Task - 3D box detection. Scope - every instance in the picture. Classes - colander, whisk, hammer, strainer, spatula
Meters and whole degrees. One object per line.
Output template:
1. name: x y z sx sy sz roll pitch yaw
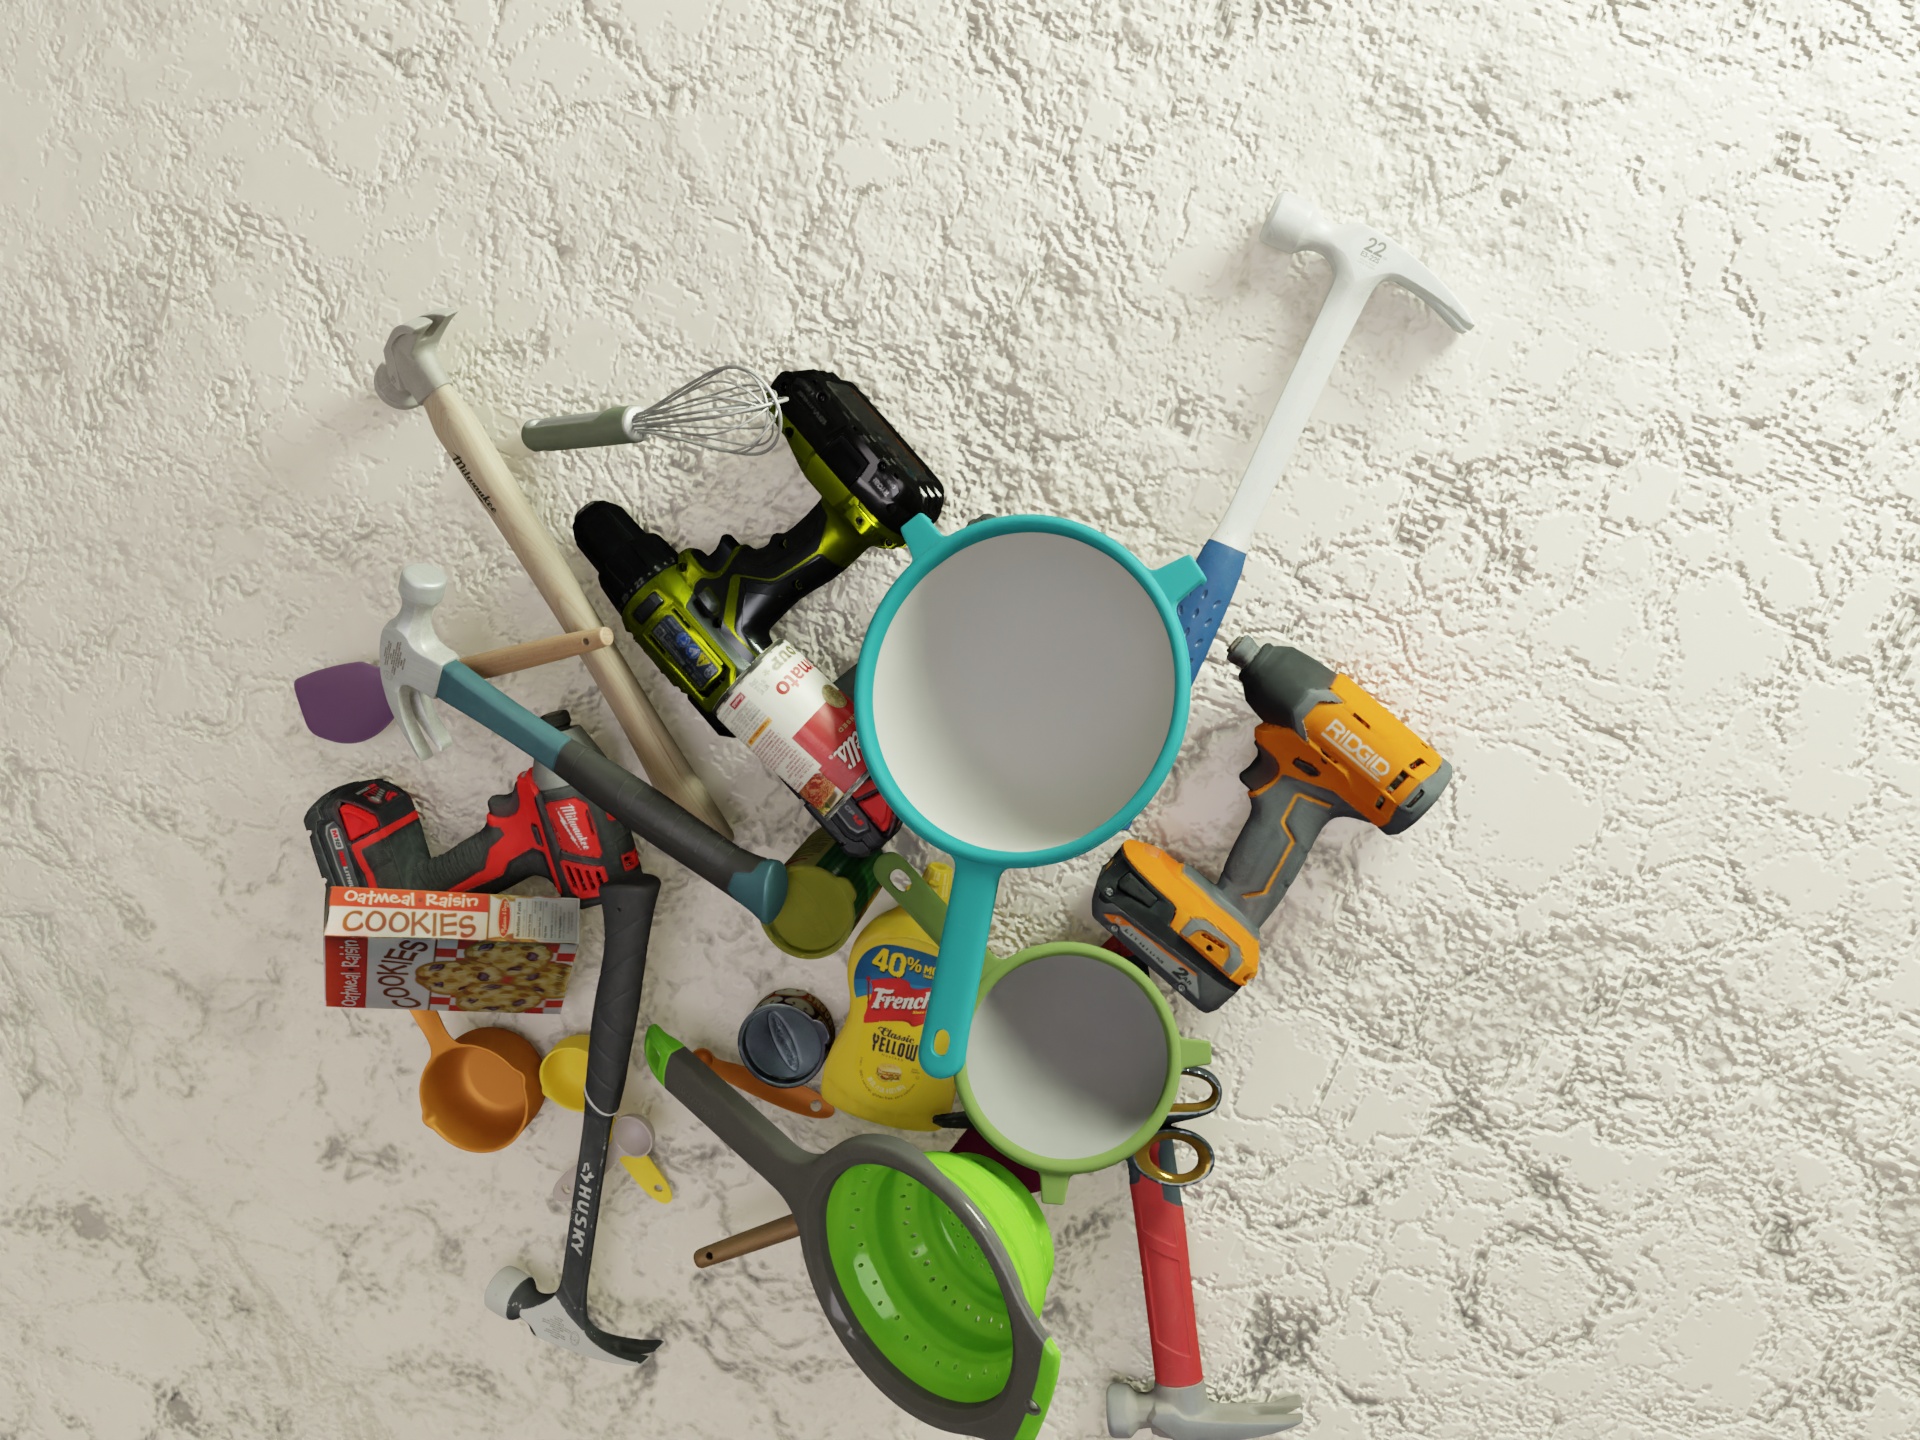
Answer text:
1. colander: -0.065 0.319 1.102 0.397 0.094 0.204 33 125 30
2. whisk: -0.207 -0.196 1.043 0.246 0.058 0.059 3 120 38
3. hammer: 0.180 -0.118 1.007 0.144 0.035 0.405 25 96 3
4. hammer: -0.263 0.297 1.166 0.149 0.036 0.408 20 111 20
5. strainer: 0.035 0.187 1.079 0.151 0.069 0.256 -44 81 0
6. hammer: -0.253 0.030 1.060 0.331 0.033 0.128 32 122 10
7. strainer: 0.034 0.048 0.978 0.211 0.095 0.340 12 90 22
8. hammer: -0.269 -0.085 1.091 0.038 0.146 0.410 -35 101 -26
9. spatula: -0.364 -0.029 1.122 0.316 0.018 0.059 -11 100 31
10. hammer: 0.155 0.337 1.139 0.143 0.038 0.386 -6 101 10

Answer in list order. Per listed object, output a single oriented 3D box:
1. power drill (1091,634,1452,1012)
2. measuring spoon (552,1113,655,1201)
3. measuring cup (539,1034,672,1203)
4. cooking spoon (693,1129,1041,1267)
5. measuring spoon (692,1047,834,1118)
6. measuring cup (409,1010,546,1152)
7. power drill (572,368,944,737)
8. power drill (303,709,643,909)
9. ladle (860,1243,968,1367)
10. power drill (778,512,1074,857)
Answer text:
1. power drill: 0.188 0.062 1.054 0.164 0.084 0.226 41 102 2
2. measuring spoon: -0.272 0.333 1.211 0.124 0.018 0.034 -41 89 28
3. measuring cup: -0.263 0.306 1.220 0.062 0.029 0.156 -25 108 17
4. cooking spoon: -0.050 0.340 1.150 0.319 0.017 0.069 -22 83 10
5. measuring spoon: -0.149 0.274 1.195 0.117 0.011 0.021 20 75 3
6. measuring cup: -0.379 0.241 1.209 0.095 0.052 0.173 -27 94 15
7. power drill: -0.142 -0.127 1.074 0.228 0.080 0.190 -43 84 18
8. power drill: -0.350 0.078 1.157 0.219 0.078 0.143 -12 100 9
9. ladle: -0.113 0.368 1.186 0.320 0.062 0.078 45 106 1
10. power drill: -0.002 -0.003 1.077 0.226 0.080 0.188 -40 93 13
